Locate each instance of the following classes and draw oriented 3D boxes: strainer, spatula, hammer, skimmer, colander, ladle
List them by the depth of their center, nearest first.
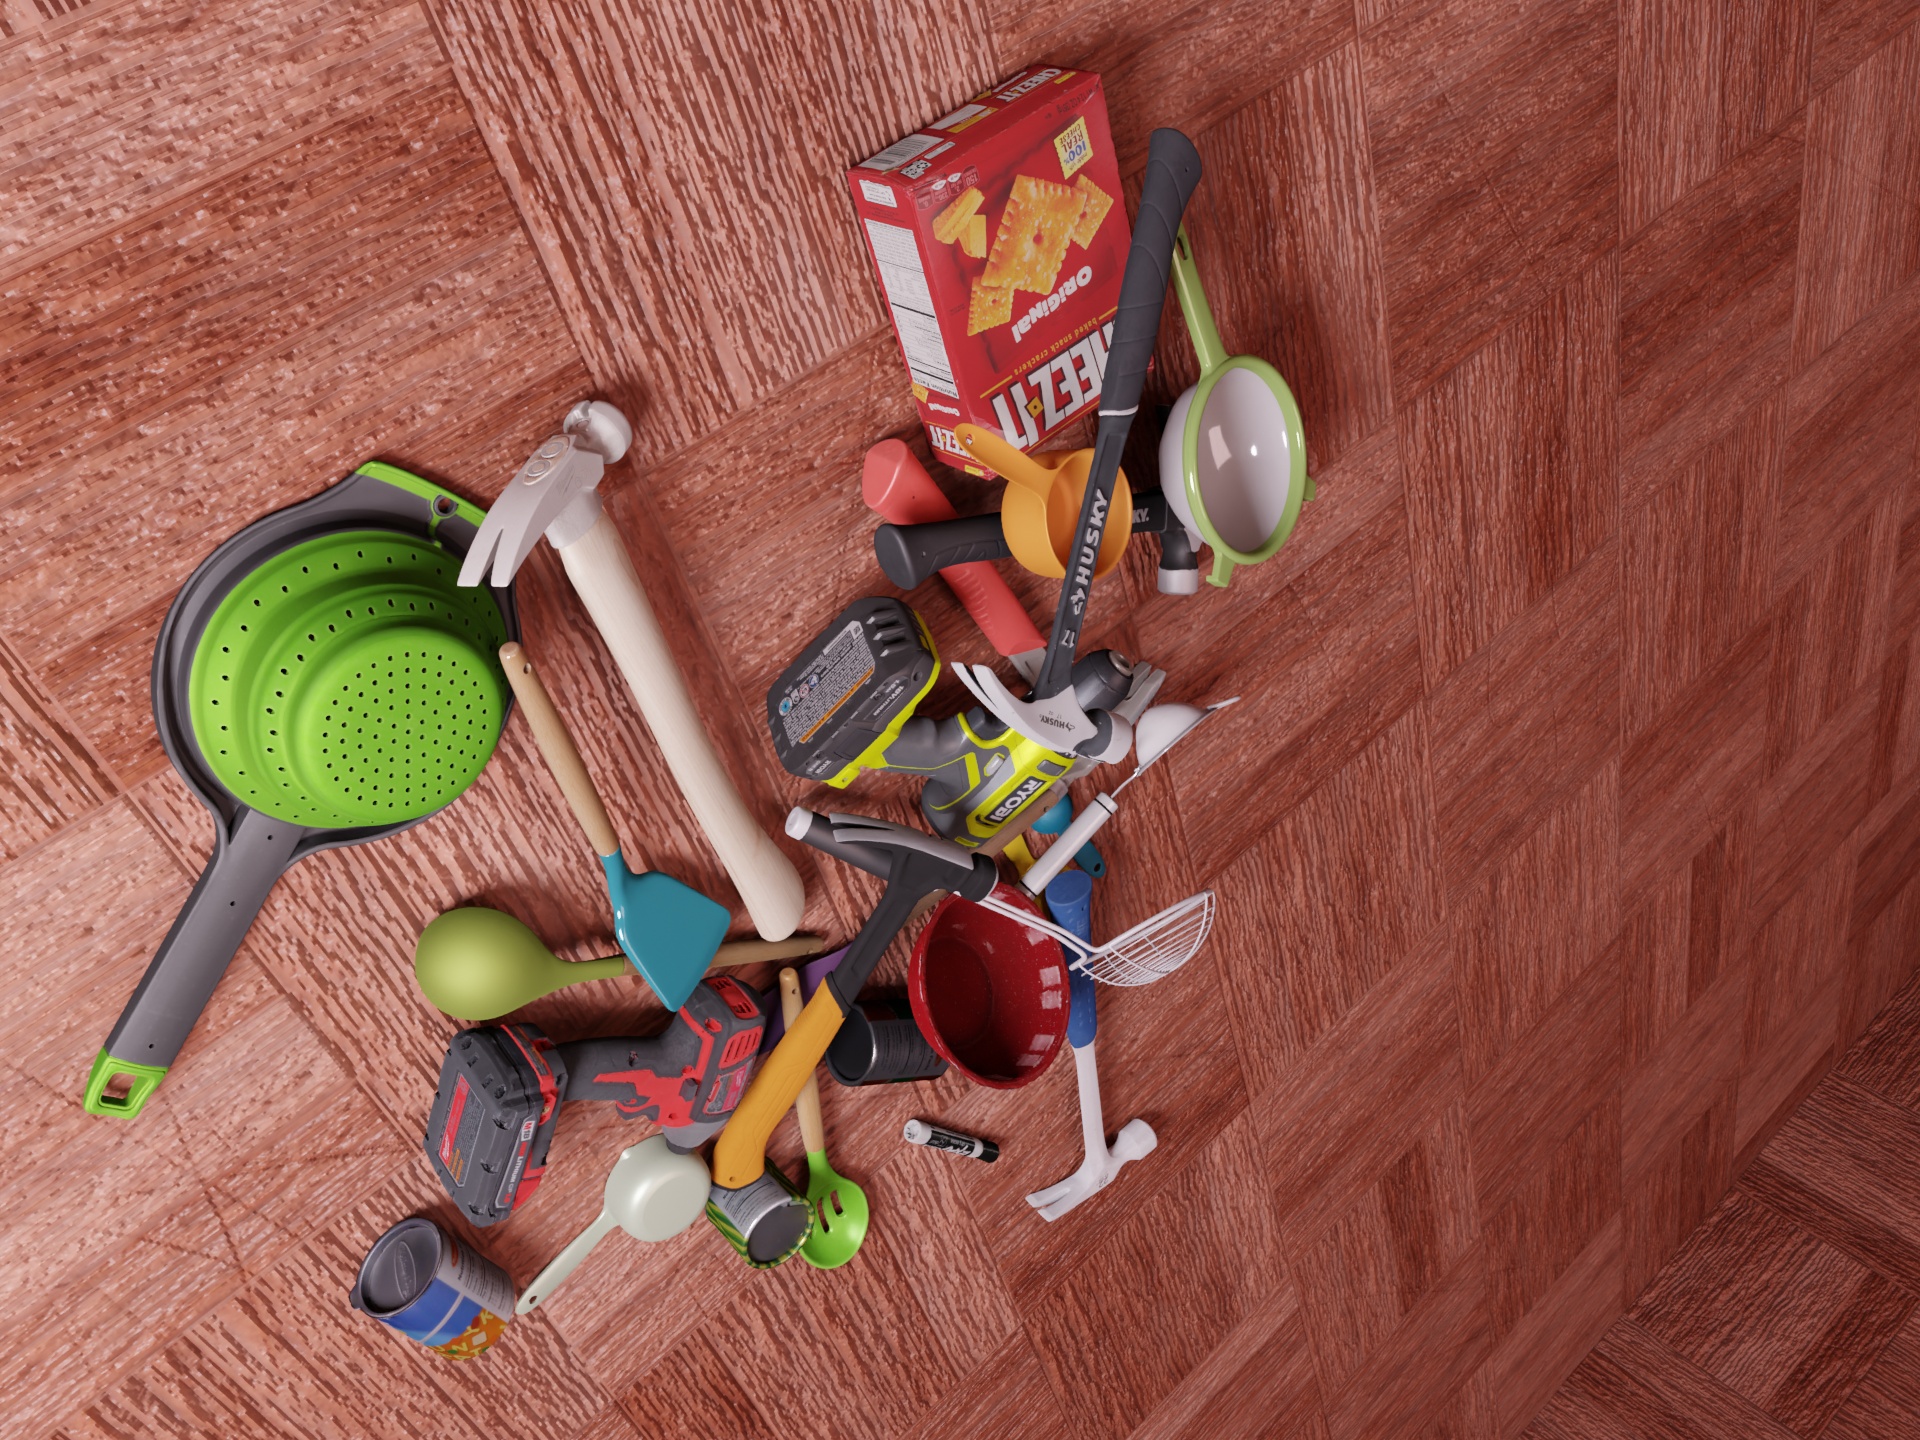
[{"bbox_3d":[-0.357,0.060,0.861,0.204,0.095,0.397,29,91,-46],"label":"colander"},{"bbox_3d":[-0.213,0.063,0.970,0.317,0.044,0.082,78,33,-50],"label":"spatula"},{"bbox_3d":[-0.182,0.010,0.998,0.410,0.038,0.146,71,31,-42],"label":"hammer"},{"bbox_3d":[0.093,-0.183,1.025,0.149,0.036,0.409,17,84,-44],"label":"hammer"},{"bbox_3d":[-0.217,0.156,1.081,0.320,0.062,0.078,2,125,-49],"label":"ladle"},{"bbox_3d":[0.068,-0.144,1.133,0.334,0.035,0.146,-15,112,-44],"label":"hammer"},{"bbox_3d":[0.168,-0.233,1.142,0.151,0.069,0.256,-43,120,-36],"label":"strainer"},{"bbox_3d":[-0.107,0.214,1.148,0.127,0.034,0.336,20,114,-26],"label":"hammer"},{"bbox_3d":[0.037,-0.083,1.177,0.149,0.037,0.358,-49,135,-11],"label":"hammer"},{"bbox_3d":[0.035,0.116,1.196,0.363,0.090,0.127,25,139,-24],"label":"skimmer"},{"bbox_3d":[-0.048,0.154,1.221,0.316,0.018,0.059,-38,136,-11],"label":"spatula"},{"bbox_3d":[0.122,0.059,1.285,0.258,0.050,0.087,-47,175,-2],"label":"strainer"},{"bbox_3d":[0.106,0.293,1.411,0.144,0.035,0.405,-31,134,-25],"label":"hammer"}]

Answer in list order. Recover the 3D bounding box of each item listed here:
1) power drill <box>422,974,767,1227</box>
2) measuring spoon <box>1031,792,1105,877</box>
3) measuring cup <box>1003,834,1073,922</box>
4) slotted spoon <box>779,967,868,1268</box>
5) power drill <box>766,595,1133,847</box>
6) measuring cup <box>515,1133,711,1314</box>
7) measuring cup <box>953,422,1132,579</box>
[{"bbox_3d":[-0.239,0.256,1.078,0.219,0.079,0.143,-5,125,-44],"label":"power drill"},{"bbox_3d":[0.099,0.101,1.336,0.042,0.021,0.128,-49,134,-10],"label":"measuring spoon"},{"bbox_3d":[0.057,0.115,1.300,0.062,0.029,0.156,-45,136,-14],"label":"measuring cup"},{"bbox_3d":[-0.115,0.314,1.245,0.070,0.031,0.313,-27,129,-31],"label":"slotted spoon"},{"bbox_3d":[-0.002,-0.004,1.116,0.228,0.080,0.190,21,125,-44],"label":"power drill"},{"bbox_3d":[-0.251,0.376,1.158,0.167,0.038,0.083,-43,133,-19],"label":"measuring cup"},{"bbox_3d":[0.040,-0.152,1.040,0.173,0.052,0.095,25,79,-42],"label":"measuring cup"}]
